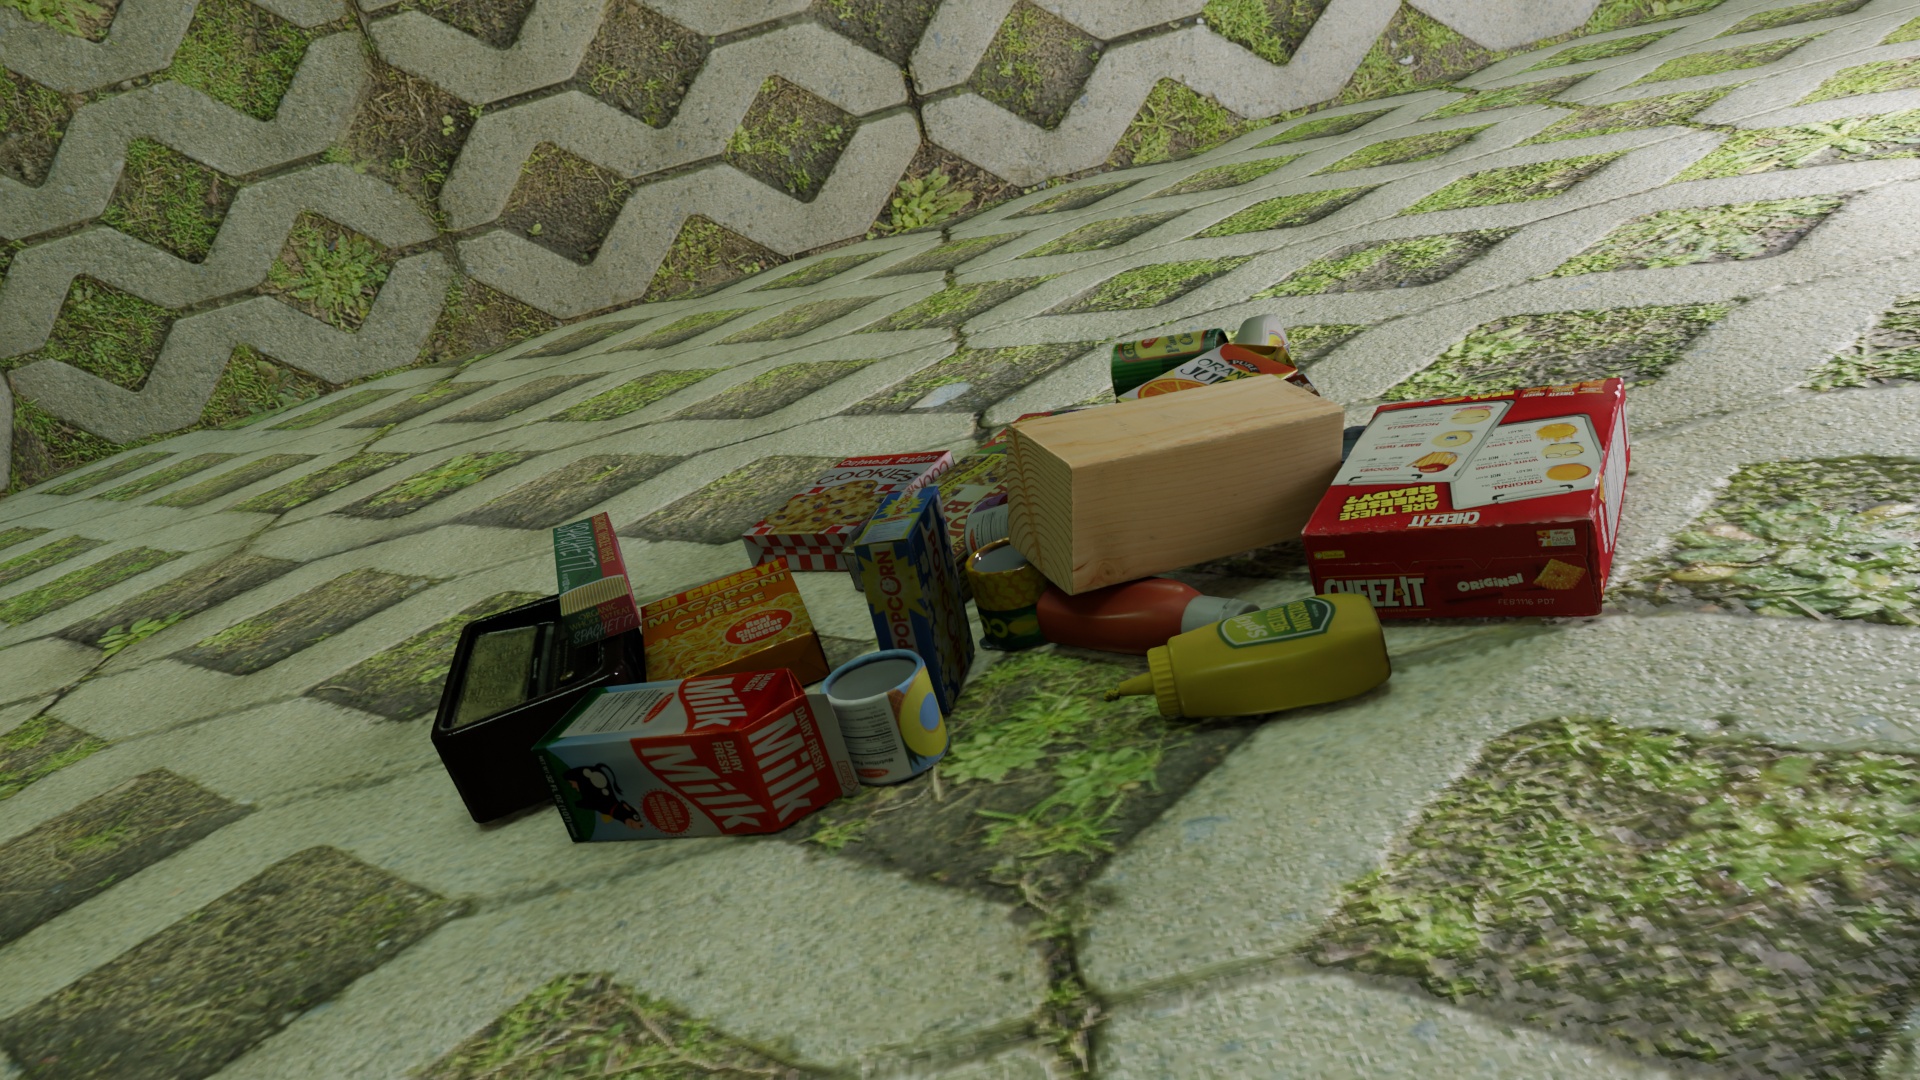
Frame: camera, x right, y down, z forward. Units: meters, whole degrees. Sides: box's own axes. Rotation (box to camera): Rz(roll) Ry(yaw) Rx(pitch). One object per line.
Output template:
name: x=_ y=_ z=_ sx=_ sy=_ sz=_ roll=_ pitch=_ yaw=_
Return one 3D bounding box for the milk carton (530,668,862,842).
milk carton: x=-0.154 y=0.130 z=0.843 sx=0.190 sy=0.072 sz=0.074 roll=-9 pitch=22 yaw=23

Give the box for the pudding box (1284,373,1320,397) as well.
pudding box: x=0.247 y=-0.085 z=1.071 sx=0.050 sy=0.083 sz=0.030 roll=-19 pitch=51 yaw=-6

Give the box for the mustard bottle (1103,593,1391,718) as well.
mustard bottle: x=0.159 y=0.071 z=0.790 sx=0.160 sy=0.048 sz=0.065 roll=-13 pitch=19 yaw=8

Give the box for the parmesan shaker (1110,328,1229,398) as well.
parmesan shaker: x=0.204 y=-0.165 z=1.331 sx=0.103 sy=0.071 sz=0.072 roll=-6 pitch=23 yaw=26

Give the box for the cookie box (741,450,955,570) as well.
cookie box: x=-0.094 y=-0.027 z=1.242 sx=0.123 sy=0.040 sz=0.168 roll=-1 pitch=27 yaw=35

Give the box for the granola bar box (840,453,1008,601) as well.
granola bar box: x=0.004 y=-0.014 z=1.116 sx=0.124 sy=0.039 sz=0.166 roll=6 pitch=35 yaw=45

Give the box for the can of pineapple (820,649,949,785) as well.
can of pineapple: x=-0.045 y=0.105 z=0.843 sx=0.071 sy=0.057 sz=0.071 roll=-14 pitch=20 yaw=6

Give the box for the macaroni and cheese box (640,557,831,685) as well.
macaroni and cheese box: x=-0.173 y=0.075 z=1.041 sx=0.124 sy=0.040 sz=0.167 roll=-19 pitch=21 yaw=-8

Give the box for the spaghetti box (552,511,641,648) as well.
spaghetti box: x=-0.284 y=0.025 z=1.071 sx=0.050 sy=0.028 sz=0.250 roll=-19 pitch=19 yaw=-12

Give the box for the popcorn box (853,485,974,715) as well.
popcorn box: x=-0.027 y=0.040 z=0.899 sx=0.038 sy=0.126 sz=0.085 roll=-6 pitch=23 yaw=16

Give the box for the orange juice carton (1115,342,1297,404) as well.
orange juice carton: x=0.209 y=-0.102 z=1.127 sx=0.073 sy=0.071 sz=0.193 roll=29 pitch=41 yaw=35

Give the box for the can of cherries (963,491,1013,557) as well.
can of cherries: x=0.048 y=-0.006 z=1.026 sx=0.072 sy=0.071 sz=0.058 roll=-31 pitch=7 yaw=-34

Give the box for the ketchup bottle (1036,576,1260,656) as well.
ketchup bottle: x=0.121 y=0.048 z=0.883 sx=0.149 sy=0.043 sz=0.065 roll=7 pitch=31 yaw=46

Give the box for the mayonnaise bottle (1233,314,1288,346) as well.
mayonnaise bottle: x=0.265 y=-0.153 z=1.265 sx=0.041 sy=0.064 sz=0.149 roll=-9 pitch=26 yaw=29

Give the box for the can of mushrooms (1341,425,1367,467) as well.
can of mushrooms: x=0.290 y=-0.059 z=1.043 sx=0.071 sy=0.033 sz=0.071 roll=-15 pitch=20 yaw=6

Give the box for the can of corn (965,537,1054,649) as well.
can of corn: x=0.039 y=0.035 z=0.957 sx=0.071 sy=0.058 sz=0.071 roll=-14 pitch=20 yaw=6

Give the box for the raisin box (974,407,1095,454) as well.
raisin box: x=0.069 y=-0.077 z=1.247 sx=0.086 sy=0.040 sz=0.124 roll=-2 pitch=26 yaw=35
